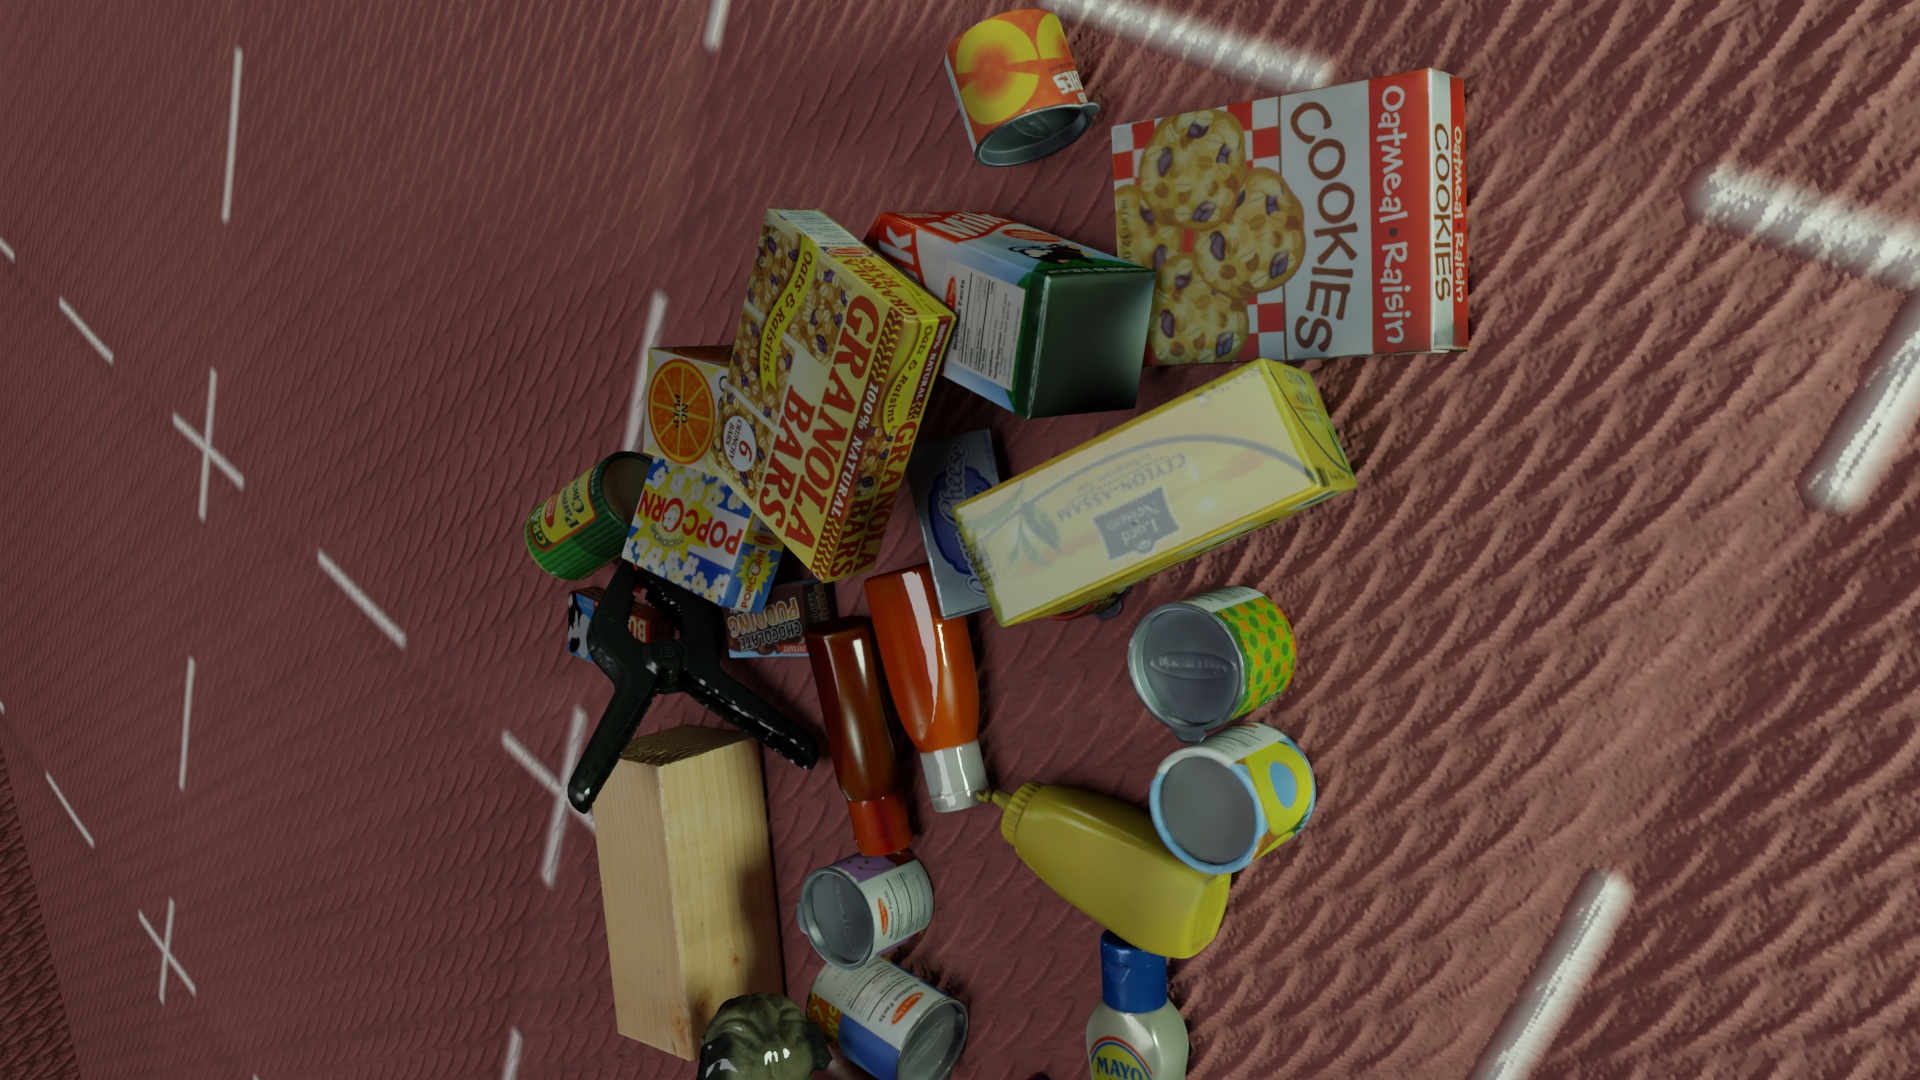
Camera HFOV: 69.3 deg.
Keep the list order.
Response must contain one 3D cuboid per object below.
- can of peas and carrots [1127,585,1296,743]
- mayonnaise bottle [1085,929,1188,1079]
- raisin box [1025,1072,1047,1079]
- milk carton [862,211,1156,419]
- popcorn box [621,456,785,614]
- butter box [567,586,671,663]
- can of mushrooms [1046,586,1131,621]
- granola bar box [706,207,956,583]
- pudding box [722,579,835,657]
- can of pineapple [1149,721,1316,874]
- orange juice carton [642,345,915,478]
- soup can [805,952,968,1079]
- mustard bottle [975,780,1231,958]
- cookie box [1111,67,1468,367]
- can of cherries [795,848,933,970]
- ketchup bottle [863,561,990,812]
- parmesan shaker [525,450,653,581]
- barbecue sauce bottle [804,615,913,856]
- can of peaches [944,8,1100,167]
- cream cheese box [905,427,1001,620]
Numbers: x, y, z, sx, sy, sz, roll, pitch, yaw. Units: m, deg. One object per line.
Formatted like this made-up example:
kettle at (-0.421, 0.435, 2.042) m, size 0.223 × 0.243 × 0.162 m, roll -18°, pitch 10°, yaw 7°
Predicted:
can of peas and carrots at (0.129, 0.062, 0.706) m, size 0.071 × 0.059 × 0.070 m, roll 8°, pitch 103°, yaw 39°
mayonnaise bottle at (0.099, 0.292, 0.779) m, size 0.064 × 0.041 × 0.147 m, roll 3°, pitch 99°, yaw 40°
raisin box at (0.055, 0.379, 0.800) m, size 0.123 × 0.086 × 0.040 m, roll 39°, pitch 122°, yaw 29°
milk carton at (0.012, -0.130, 0.742) m, size 0.191 × 0.072 × 0.073 m, roll 33°, pitch 124°, yaw 47°
popcorn box at (-0.171, -0.009, 0.942) m, size 0.127 × 0.038 × 0.085 m, roll 19°, pitch 92°, yaw 43°
butter box at (-0.261, 0.072, 1.063) m, size 0.103 × 0.024 × 0.053 m, roll 14°, pitch 106°, yaw 39°
can of mushrooms at (0.063, 0.013, 0.772) m, size 0.071 × 0.033 × 0.071 m, roll 7°, pitch 100°, yaw 39°
granola bar box at (-0.075, -0.080, 0.761) m, size 0.124 × 0.039 × 0.164 m, roll 42°, pitch 128°, yaw 32°
pudding box at (-0.122, 0.053, 0.938) m, size 0.083 × 0.030 × 0.049 m, roll -4°, pitch 95°, yaw 41°
can of pineapple at (0.139, 0.132, 0.709) m, size 0.071 × 0.058 × 0.071 m, roll 8°, pitch 102°, yaw 39°
orange juice carton at (-0.114, -0.074, 0.884) m, size 0.193 × 0.072 × 0.072 m, roll 18°, pitch 109°, yaw 38°
soup can at (-0.047, 0.309, 0.890) m, size 0.084 × 0.071 × 0.071 m, roll 18°, pitch 108°, yaw 38°
mustard bottle at (0.072, 0.171, 0.778) m, size 0.160 × 0.049 × 0.065 m, roll 24°, pitch 110°, yaw 36°
cookie box at (0.154, -0.148, 0.666) m, size 0.167 × 0.040 × 0.122 m, roll 3°, pitch 99°, yaw 41°
can of cherries at (-0.062, 0.234, 0.896) m, size 0.071 × 0.058 × 0.071 m, roll 9°, pitch 103°, yaw 39°
ketchup bottle at (-0.016, 0.088, 0.844) m, size 0.064 × 0.044 × 0.149 m, roll -16°, pitch 86°, yaw 49°
parmesan shaker at (-0.266, -0.020, 1.027) m, size 0.102 × 0.071 × 0.071 m, roll -27°, pitch 79°, yaw 39°
barbecue sauce bottle at (-0.063, 0.125, 0.883) m, size 0.065 × 0.044 × 0.148 m, roll -166°, pitch 64°, yaw -77°
can of peaches at (0.032, -0.241, 0.738) m, size 0.071 × 0.071 × 0.058 m, roll -24°, pitch 81°, yaw 40°
cream cheese box at (0.003, -0.010, 0.808) m, size 0.053 × 0.024 × 0.104 m, roll -14°, pitch 86°, yaw 0°
